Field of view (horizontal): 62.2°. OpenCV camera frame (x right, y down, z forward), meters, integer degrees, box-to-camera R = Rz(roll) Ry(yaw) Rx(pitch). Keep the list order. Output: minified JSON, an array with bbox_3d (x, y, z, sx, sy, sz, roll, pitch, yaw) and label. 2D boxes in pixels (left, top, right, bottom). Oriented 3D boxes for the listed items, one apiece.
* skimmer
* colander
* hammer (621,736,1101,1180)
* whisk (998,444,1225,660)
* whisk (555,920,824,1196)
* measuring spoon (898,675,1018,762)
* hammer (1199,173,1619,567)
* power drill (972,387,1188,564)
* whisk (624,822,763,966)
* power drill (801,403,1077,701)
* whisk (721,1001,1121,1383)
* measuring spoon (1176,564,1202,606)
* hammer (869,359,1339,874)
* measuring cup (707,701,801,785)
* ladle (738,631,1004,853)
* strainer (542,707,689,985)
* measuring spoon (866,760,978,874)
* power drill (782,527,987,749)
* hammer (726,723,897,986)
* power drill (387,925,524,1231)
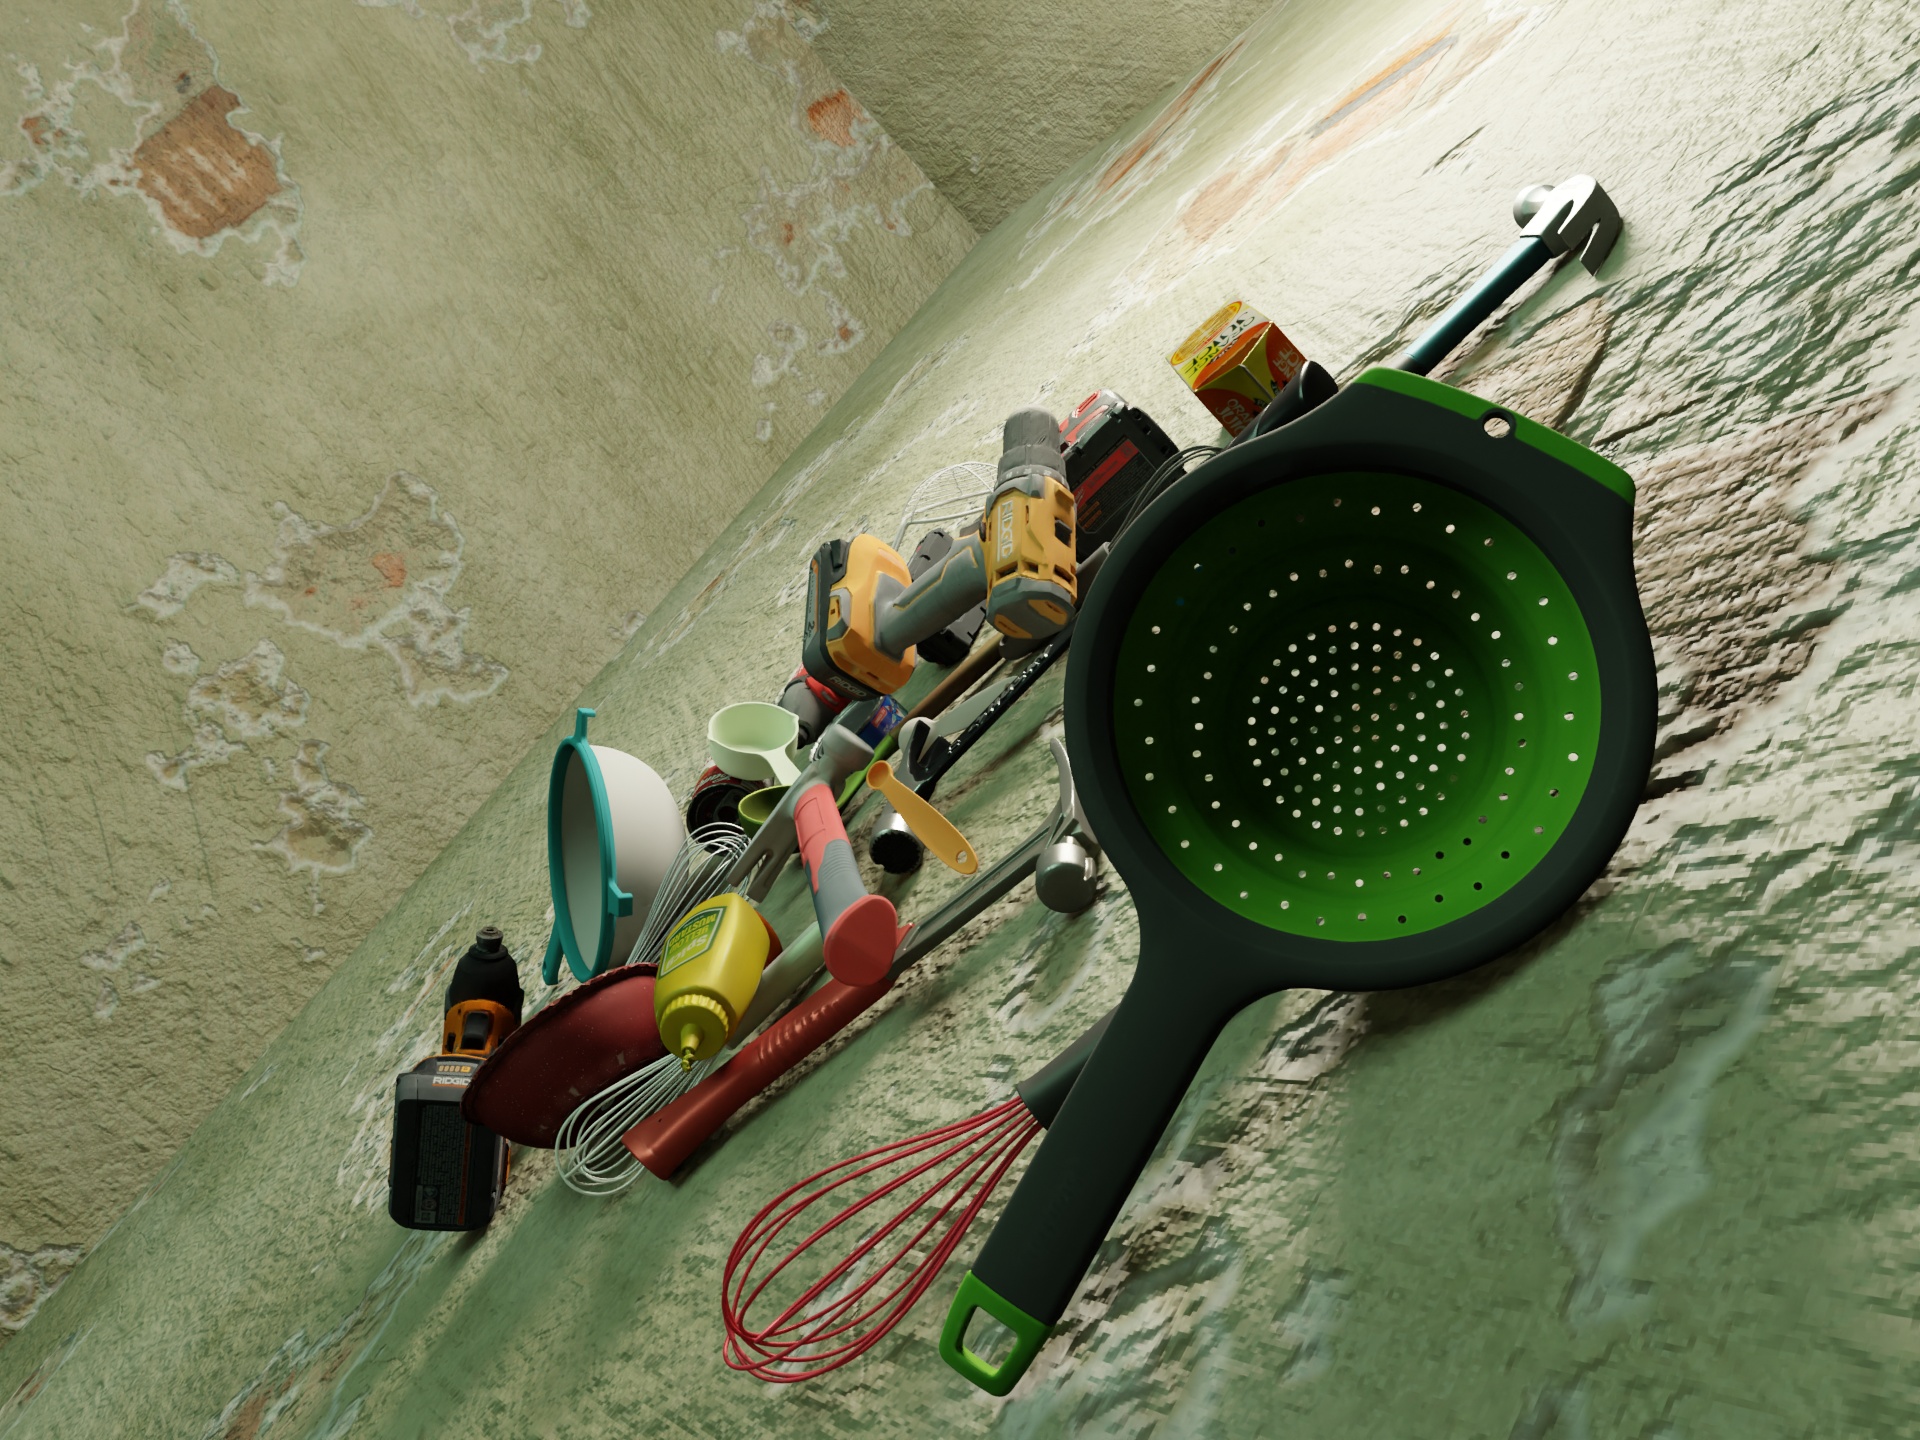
[{"bbox_3d":[-0.068,-0.105,1.554,0.363,0.090,0.127,-56,20,-1],"label":"skimmer"},{"bbox_3d":[0.108,0.069,0.603,0.397,0.204,0.094,-61,-18,2],"label":"colander"},{"bbox_3d":[-0.062,0.151,0.920,0.359,0.036,0.149,-40,18,18],"label":"hammer"},{"bbox_3d":[0.110,-0.114,1.127,0.239,0.055,0.055,-41,17,31],"label":"whisk"},{"bbox_3d":[-0.160,0.206,1.015,0.246,0.059,0.057,-44,-11,-8],"label":"whisk"},{"bbox_3d":[-0.002,-0.004,1.149,0.124,0.034,0.018,-29,-22,35],"label":"measuring spoon"},{"bbox_3d":[0.269,-0.209,0.982,0.331,0.033,0.128,-44,16,6],"label":"hammer"},{"bbox_3d":[0.085,-0.188,1.304,0.188,0.080,0.227,-44,14,6],"label":"power drill"},{"bbox_3d":[-0.251,0.199,1.239,0.284,0.070,0.070,-53,17,-6],"label":"whisk"},{"bbox_3d":[-0.010,-0.125,1.181,0.226,0.084,0.185,-21,54,36],"label":"power drill"},{"bbox_3d":[0.015,0.172,0.660,0.296,0.073,0.073,-38,17,3],"label":"whisk"},{"bbox_3d":[0.132,-0.066,1.011,0.042,0.021,0.128,-63,12,-16],"label":"measuring spoon"},{"bbox_3d":[0.084,-0.069,1.014,0.409,0.036,0.149,-45,15,24],"label":"hammer"},{"bbox_3d":[-0.155,0.045,1.328,0.083,0.038,0.168,-15,41,-27],"label":"measuring cup"},{"bbox_3d":[-0.038,-0.011,1.216,0.320,0.062,0.078,-42,23,4],"label":"ladle"},{"bbox_3d":[-0.307,0.151,1.409,0.340,0.095,0.211,120,138,-50],"label":"strainer"},{"bbox_3d":[-0.023,0.061,0.992,0.021,0.011,0.117,-53,49,6],"label":"measuring spoon"},{"bbox_3d":[-0.075,-0.061,1.390,0.219,0.078,0.143,-35,19,40],"label":"power drill"},{"bbox_3d":[-0.091,0.100,0.990,0.143,0.038,0.386,-54,13,3],"label":"hammer"},{"bbox_3d":[-0.380,0.268,1.226,0.227,0.084,0.164,-120,37,-72],"label":"power drill"}]
